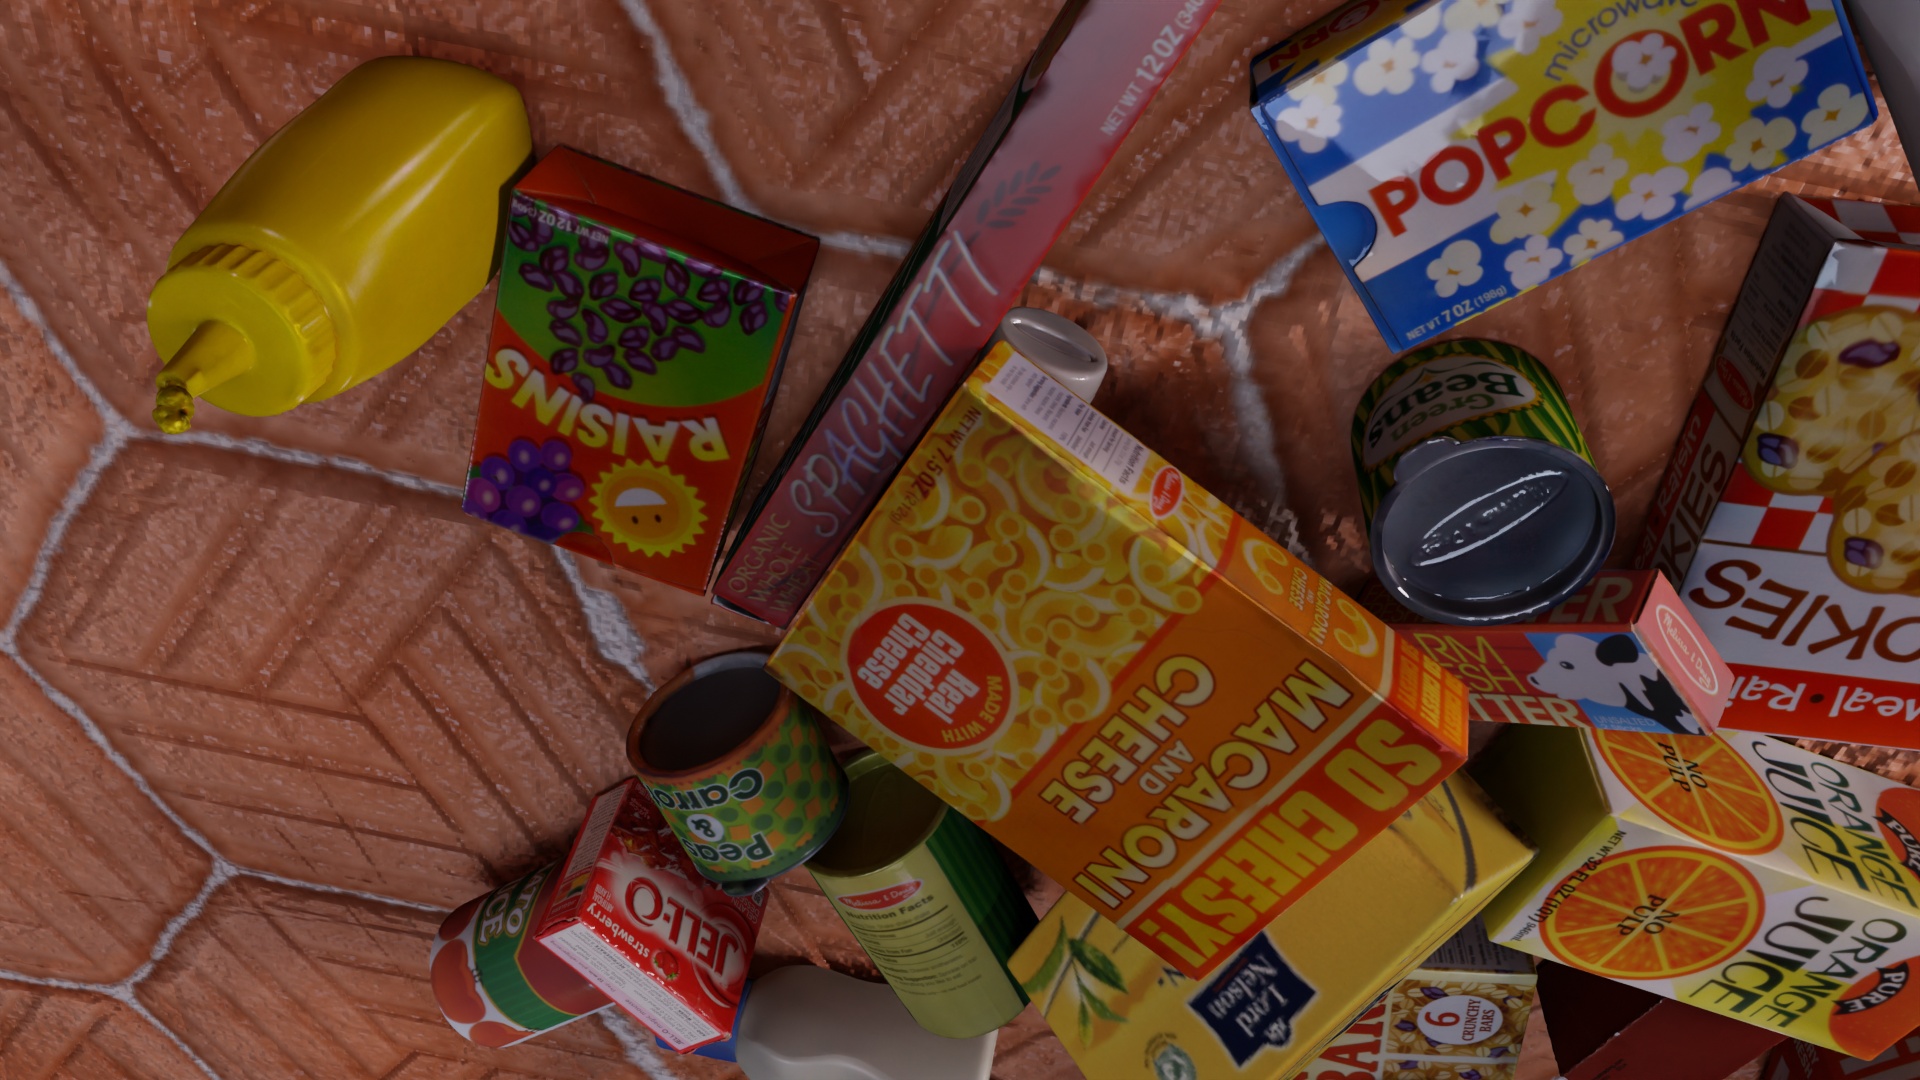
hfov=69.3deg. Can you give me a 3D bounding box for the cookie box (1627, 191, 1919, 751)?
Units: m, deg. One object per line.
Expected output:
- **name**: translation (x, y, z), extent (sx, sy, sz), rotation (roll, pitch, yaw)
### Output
- **cookie box**: translation (0.279, -0.013, 0.411), extent (0.123, 0.040, 0.166), rotation (6, 126, 4)

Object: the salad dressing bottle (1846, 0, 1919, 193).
- **salad dressing bottle**: translation (0.224, -0.138, 0.315), extent (0.044, 0.064, 0.147), rotation (-21, 114, 37)

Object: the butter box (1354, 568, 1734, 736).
- **butter box**: translation (0.178, 0.035, 0.437), extent (0.053, 0.024, 0.103), rotation (46, 154, -24)

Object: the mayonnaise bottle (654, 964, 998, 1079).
- **mayonnaise bottle**: translation (-0.059, 0.221, 0.619), extent (0.148, 0.065, 0.041), rotation (9, 125, 6)

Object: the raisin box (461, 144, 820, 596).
- **raisin box**: translation (-0.103, -0.049, 0.438), extent (0.086, 0.040, 0.122), rotation (19, 127, -7)

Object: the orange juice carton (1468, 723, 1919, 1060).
- **orange juice carton**: translation (0.282, 0.119, 0.486), extent (0.193, 0.073, 0.071), rotation (19, 126, -6)

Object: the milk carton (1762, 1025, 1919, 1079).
- **milk carton**: translation (0.378, 0.247, 0.565), extent (0.073, 0.073, 0.189), rotation (-1, 127, 9)

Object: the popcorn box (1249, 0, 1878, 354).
- **popcorn box**: translation (0.149, -0.115, 0.354), extent (0.126, 0.038, 0.085), rotation (-27, 120, 24)

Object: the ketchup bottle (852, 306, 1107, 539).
- **ketchup bottle**: translation (0.002, -0.006, 0.453), extent (0.065, 0.044, 0.148), rotation (24, 125, -2)

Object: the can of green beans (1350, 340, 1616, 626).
- **can of green beans**: translation (0.152, -0.018, 0.413), extent (0.071, 0.058, 0.071), rotation (4, 127, 5)

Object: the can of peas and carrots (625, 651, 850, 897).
- **can of peas and carrots**: translation (-0.083, 0.085, 0.514), extent (0.071, 0.071, 0.058), rotation (-12, 123, 16)

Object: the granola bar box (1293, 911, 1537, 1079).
- **granola bar box**: translation (0.169, 0.219, 0.597), extent (0.124, 0.039, 0.164), rotation (0, 126, 9)

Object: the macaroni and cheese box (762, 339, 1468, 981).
- **macaroni and cheese box**: translation (0.042, 0.039, 0.410), extent (0.166, 0.040, 0.123), rotation (36, 123, -2)

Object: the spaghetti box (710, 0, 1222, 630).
- **spaghetti box**: translation (-0.006, -0.069, 0.403), extent (0.028, 0.050, 0.248), rotation (29, 125, -12)

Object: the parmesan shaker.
- **parmesan shaker**: translation (-0.016, 0.139, 0.547), extent (0.071, 0.072, 0.102), rotation (-15, 123, 18)

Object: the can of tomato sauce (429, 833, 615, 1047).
- **can of tomato sauce**: translation (-0.175, 0.172, 0.594), extent (0.083, 0.071, 0.071), rotation (-28, 118, 26)

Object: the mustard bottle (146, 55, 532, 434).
- **mustard bottle**: translation (-0.159, -0.073, 0.352), extent (0.049, 0.161, 0.065), rotation (15, 126, -1)
